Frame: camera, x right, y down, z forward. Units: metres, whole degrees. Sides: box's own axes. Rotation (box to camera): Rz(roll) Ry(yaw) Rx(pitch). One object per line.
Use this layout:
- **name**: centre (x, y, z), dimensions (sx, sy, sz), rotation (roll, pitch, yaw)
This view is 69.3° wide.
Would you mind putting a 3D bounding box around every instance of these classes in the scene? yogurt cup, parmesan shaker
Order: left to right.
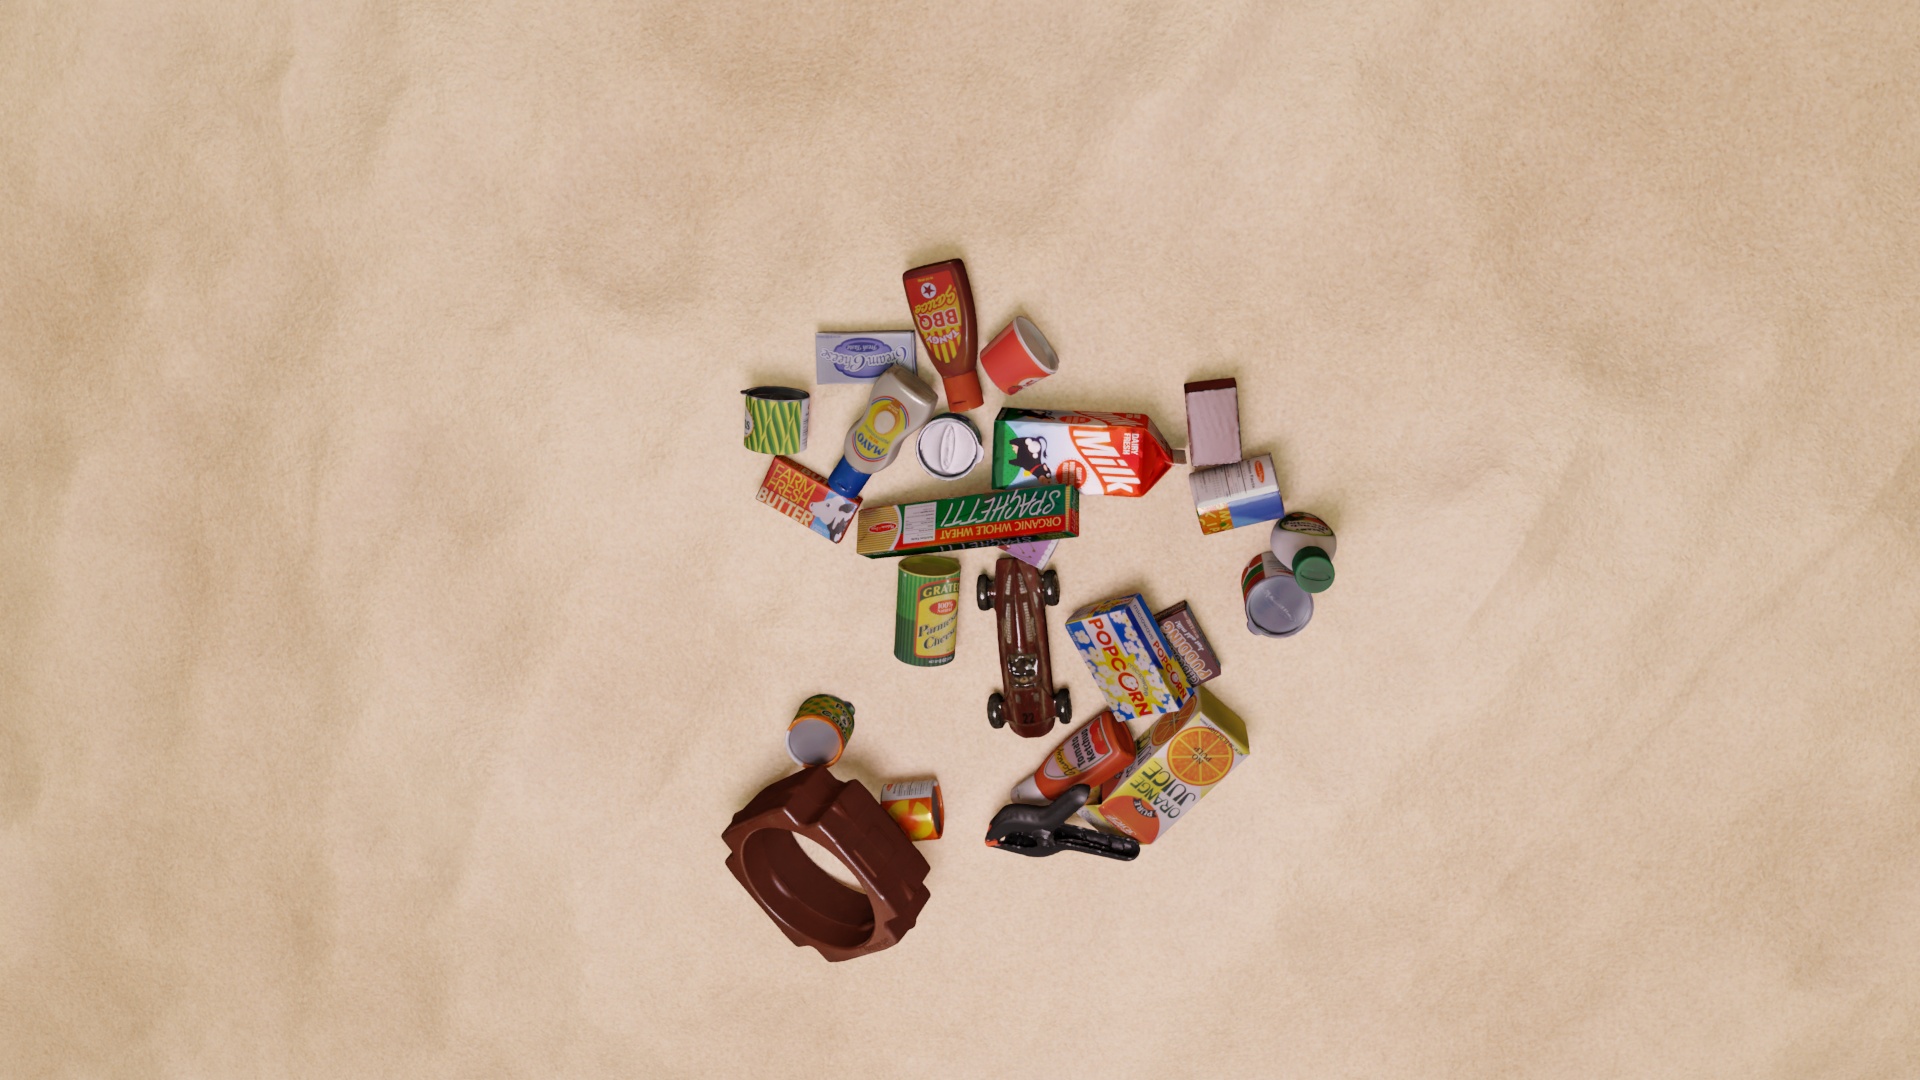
- **parmesan shaker**: centre (-0.033, 0.074, 1.465), dimensions (0.071, 0.071, 0.102), rotation (5, 108, 6)
- **yogurt cup**: centre (0.056, -0.181, 1.378), dimensions (0.054, 0.073, 0.072), rotation (-34, 99, 24)

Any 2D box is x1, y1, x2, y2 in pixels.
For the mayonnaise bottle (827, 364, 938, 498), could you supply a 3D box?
- **mayonnaise bottle**: centre (-0.085, -0.106, 1.417), dimensions (0.065, 0.041, 0.147), rotation (37, 120, -1)

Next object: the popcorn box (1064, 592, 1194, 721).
- **popcorn box**: centre (0.175, 0.122, 1.445), dimensions (0.085, 0.038, 0.126), rotation (-19, 105, 43)

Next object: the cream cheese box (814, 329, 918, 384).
- **cream cheese box**: centre (-0.096, -0.187, 1.416), dimensions (0.104, 0.024, 0.053), rotation (0, 107, 8)

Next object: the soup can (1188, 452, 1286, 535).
- **soup can**: centre (0.277, -0.044, 1.388), dimensions (0.084, 0.071, 0.071), rotation (-14, 104, 12)

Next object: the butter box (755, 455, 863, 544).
- **butter box**: centre (-0.160, -0.045, 1.467), dimensions (0.103, 0.024, 0.053), rotation (29, 109, -1)

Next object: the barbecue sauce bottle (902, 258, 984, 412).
- **barbecue sauce bottle**: centre (-0.011, -0.203, 1.389), dimensions (0.065, 0.044, 0.148), rotation (-8, 106, 24)

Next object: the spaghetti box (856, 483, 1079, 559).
- **spaghetti box**: centre (0.005, -0.018, 1.397), dimensions (0.250, 0.028, 0.050), rotation (-6, 73, 30)

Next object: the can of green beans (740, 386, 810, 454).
- **can of green beans**: centre (-0.189, -0.123, 1.426), dimensions (0.071, 0.071, 0.057), rotation (7, 108, 6)

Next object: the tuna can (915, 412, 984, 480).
- **tuna can**: centre (-0.009, -0.097, 1.427), dimensions (0.071, 0.033, 0.071), rotation (2, 107, 7)

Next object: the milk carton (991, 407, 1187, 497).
- **milk carton**: centre (0.130, -0.088, 1.390), dimensions (0.191, 0.072, 0.073), rotation (3, 106, 7)

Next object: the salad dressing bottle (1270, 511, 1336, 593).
- **salad dressing bottle**: centre (0.337, 0.012, 1.351), dimensions (0.064, 0.148, 0.043), rotation (9, 108, 5)

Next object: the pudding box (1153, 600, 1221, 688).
- **pudding box**: centre (0.233, 0.111, 1.456), dimensions (0.049, 0.030, 0.083), rotation (-27, 101, 15)

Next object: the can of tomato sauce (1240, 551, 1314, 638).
- **can of tomato sauce**: centre (0.317, 0.055, 1.400), dimensions (0.071, 0.083, 0.071), rotation (2, 107, 7)

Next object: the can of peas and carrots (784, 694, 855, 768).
- **can of peas and carrots**: centre (-0.152, 0.209, 1.522), dimensions (0.071, 0.059, 0.070), rotation (2, 107, 7)

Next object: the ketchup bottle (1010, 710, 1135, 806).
- **ketchup bottle**: centre (0.119, 0.247, 1.497), dimensions (0.148, 0.065, 0.043), rotation (-39, 131, 25)

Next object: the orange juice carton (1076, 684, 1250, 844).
- **orange juice carton**: centre (0.213, 0.250, 1.477), dimensions (0.072, 0.073, 0.192), rotation (41, 108, -7)

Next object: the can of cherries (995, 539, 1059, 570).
- **can of cherries**: centre (0.074, -0.013, 1.422), dimensions (0.058, 0.072, 0.071), rotation (27, 108, 0)

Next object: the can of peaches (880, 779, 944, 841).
- **can of peaches**: centre (-0.052, 0.301, 1.532), dimensions (0.058, 0.071, 0.071), rotation (-8, 105, 9)
